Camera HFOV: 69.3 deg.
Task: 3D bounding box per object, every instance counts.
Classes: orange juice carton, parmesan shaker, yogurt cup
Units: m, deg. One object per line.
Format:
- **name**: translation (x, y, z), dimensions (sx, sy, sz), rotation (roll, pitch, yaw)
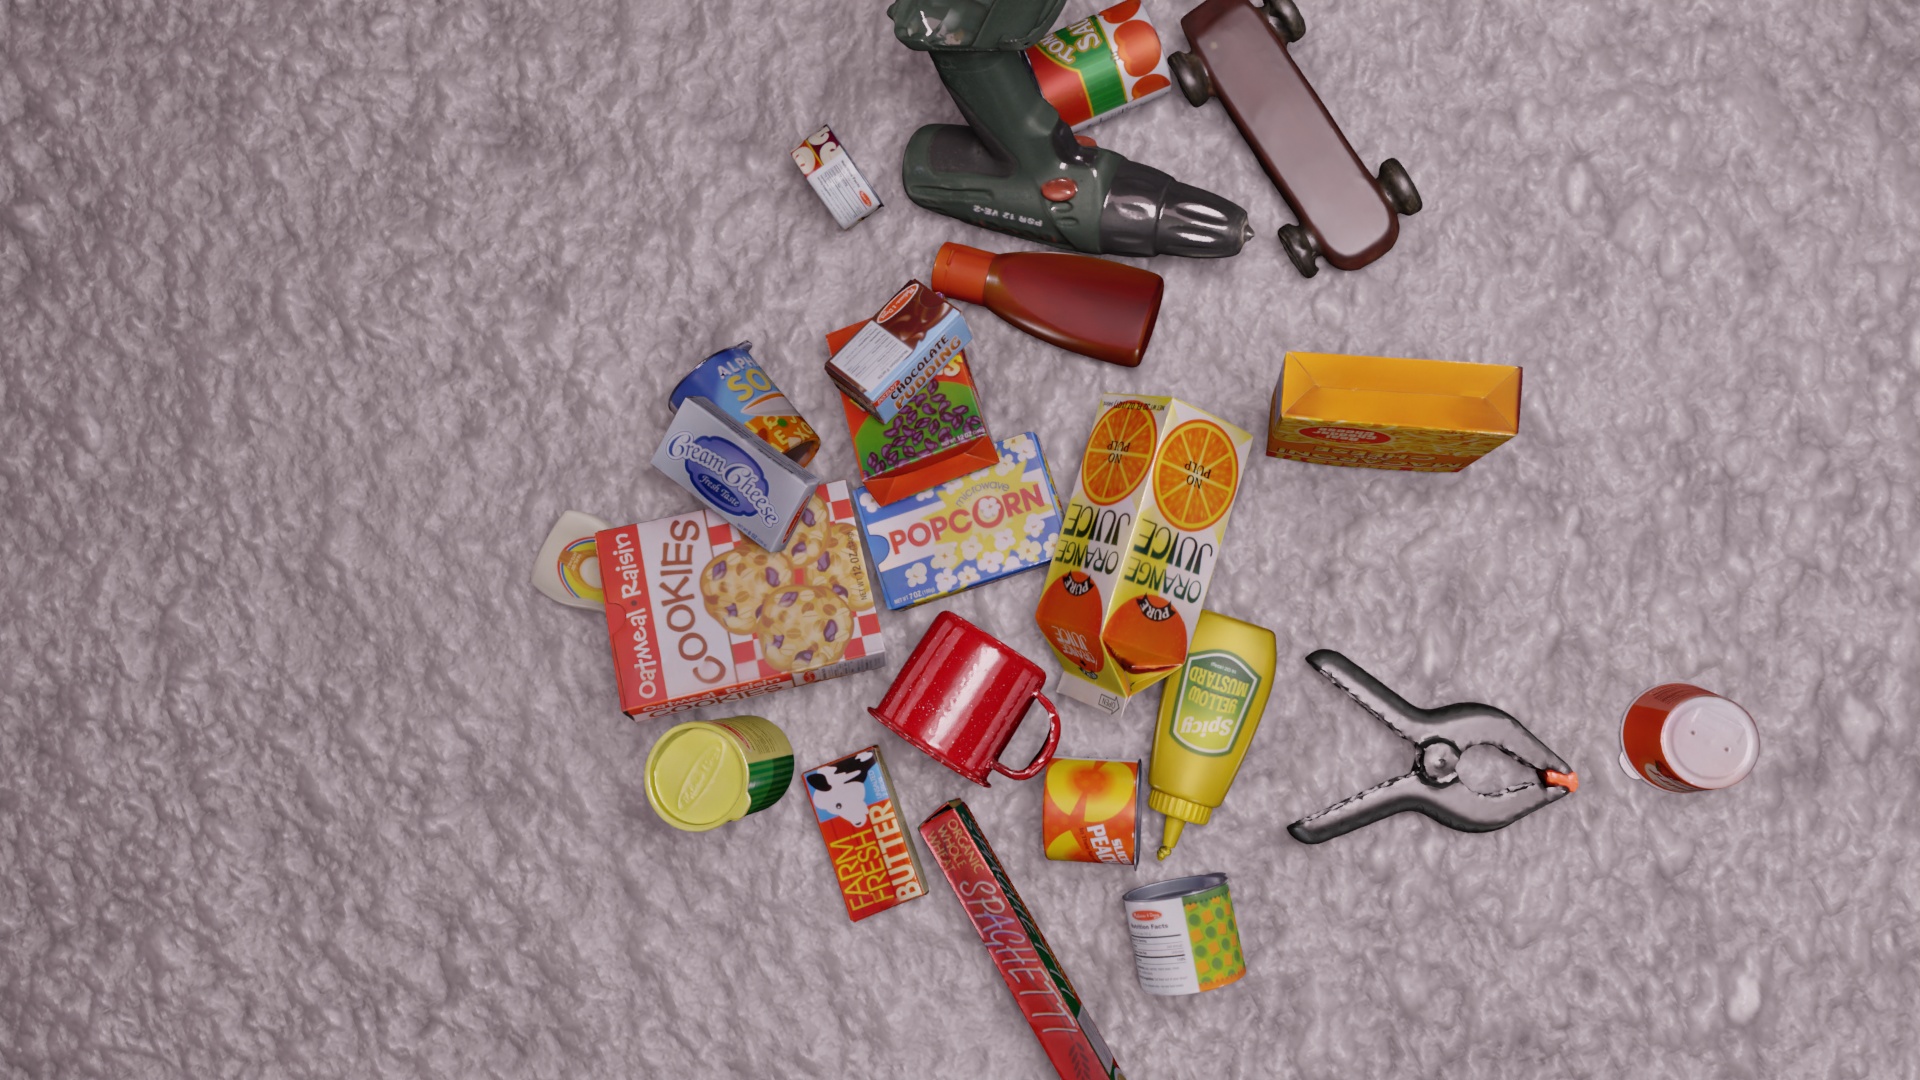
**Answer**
- **orange juice carton**: translation (0.107, 0.011, 0.865), dimensions (0.073, 0.072, 0.192), rotation (19, 86, -32)
- **parmesan shaker**: translation (-0.149, 0.149, 0.889), dimensions (0.071, 0.103, 0.071), rotation (-1, 84, 10)
- **yogurt cup**: translation (0.436, 0.118, 0.825), dimensions (0.072, 0.054, 0.072), rotation (-1, 84, 8)

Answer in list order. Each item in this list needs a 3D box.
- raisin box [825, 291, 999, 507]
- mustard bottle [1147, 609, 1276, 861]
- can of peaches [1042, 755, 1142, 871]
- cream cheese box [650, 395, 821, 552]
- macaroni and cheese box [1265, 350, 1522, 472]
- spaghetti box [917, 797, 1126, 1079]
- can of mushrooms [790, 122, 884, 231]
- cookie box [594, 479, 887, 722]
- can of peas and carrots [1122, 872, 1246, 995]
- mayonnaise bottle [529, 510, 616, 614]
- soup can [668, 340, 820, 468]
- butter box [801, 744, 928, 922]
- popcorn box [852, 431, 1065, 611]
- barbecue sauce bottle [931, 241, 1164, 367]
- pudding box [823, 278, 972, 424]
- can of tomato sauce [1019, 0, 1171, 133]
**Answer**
- **raisin box**: translation (-0.033, -0.094, 0.907), dimensions (0.086, 0.040, 0.124), rotation (-20, 58, 7)
- **mustard bottle**: translation (0.151, 0.126, 0.872), dimensions (0.065, 0.049, 0.160), rotation (16, 87, 12)
- **can of peaches**: translation (0.083, 0.170, 0.868), dimensions (0.058, 0.071, 0.071), rotation (2, 85, 10)
- **cream cheese box**: translation (-0.143, -0.043, 0.884), dimensions (0.104, 0.024, 0.053), rotation (35, 106, 14)
- **macaroni and cheese box**: translation (0.246, -0.072, 0.817), dimensions (0.124, 0.166, 0.040), rotation (6, 86, 10)
- **spaghetti box**: translation (0.049, 0.277, 0.872), dimensions (0.028, 0.050, 0.250), rotation (-32, 80, 4)
- **can of mushrooms**: translation (-0.084, -0.246, 0.940), dimensions (0.033, 0.071, 0.071), rotation (-35, 80, 5)
- **cookie box**: translation (-0.142, 0.038, 0.899), dimensions (0.168, 0.040, 0.123), rotation (-12, 70, -7)
- **can of peas and carrots**: translation (0.140, 0.241, 0.855), dimensions (0.071, 0.071, 0.059), rotation (-12, 83, 8)
- **mayonnaise bottle**: translation (-0.214, 0.035, 0.942), dimensions (0.148, 0.041, 0.065), rotation (25, 86, 10)
- **soup can**: translation (-0.142, -0.080, 0.929), dimensions (0.071, 0.071, 0.084), rotation (-41, 81, 3)
- **butter box**: translation (-0.062, 0.192, 0.911), dimensions (0.053, 0.024, 0.103), rotation (-21, 82, 6)
- **popcorn box**: translation (0.003, -0.011, 0.914), dimensions (0.127, 0.038, 0.085), rotation (-18, 83, 7)
- **barbecue sauce bottle**: translation (0.056, -0.163, 0.919), dimensions (0.148, 0.043, 0.065), rotation (17, 74, 11)
- **pudding box**: translation (-0.039, -0.120, 0.881), dimensions (0.084, 0.030, 0.050), rotation (-46, 59, -9)
- **can of tomato sauce**: translation (0.088, -0.312, 0.916), dimensions (0.083, 0.071, 0.071), rotation (-22, 82, 6)
